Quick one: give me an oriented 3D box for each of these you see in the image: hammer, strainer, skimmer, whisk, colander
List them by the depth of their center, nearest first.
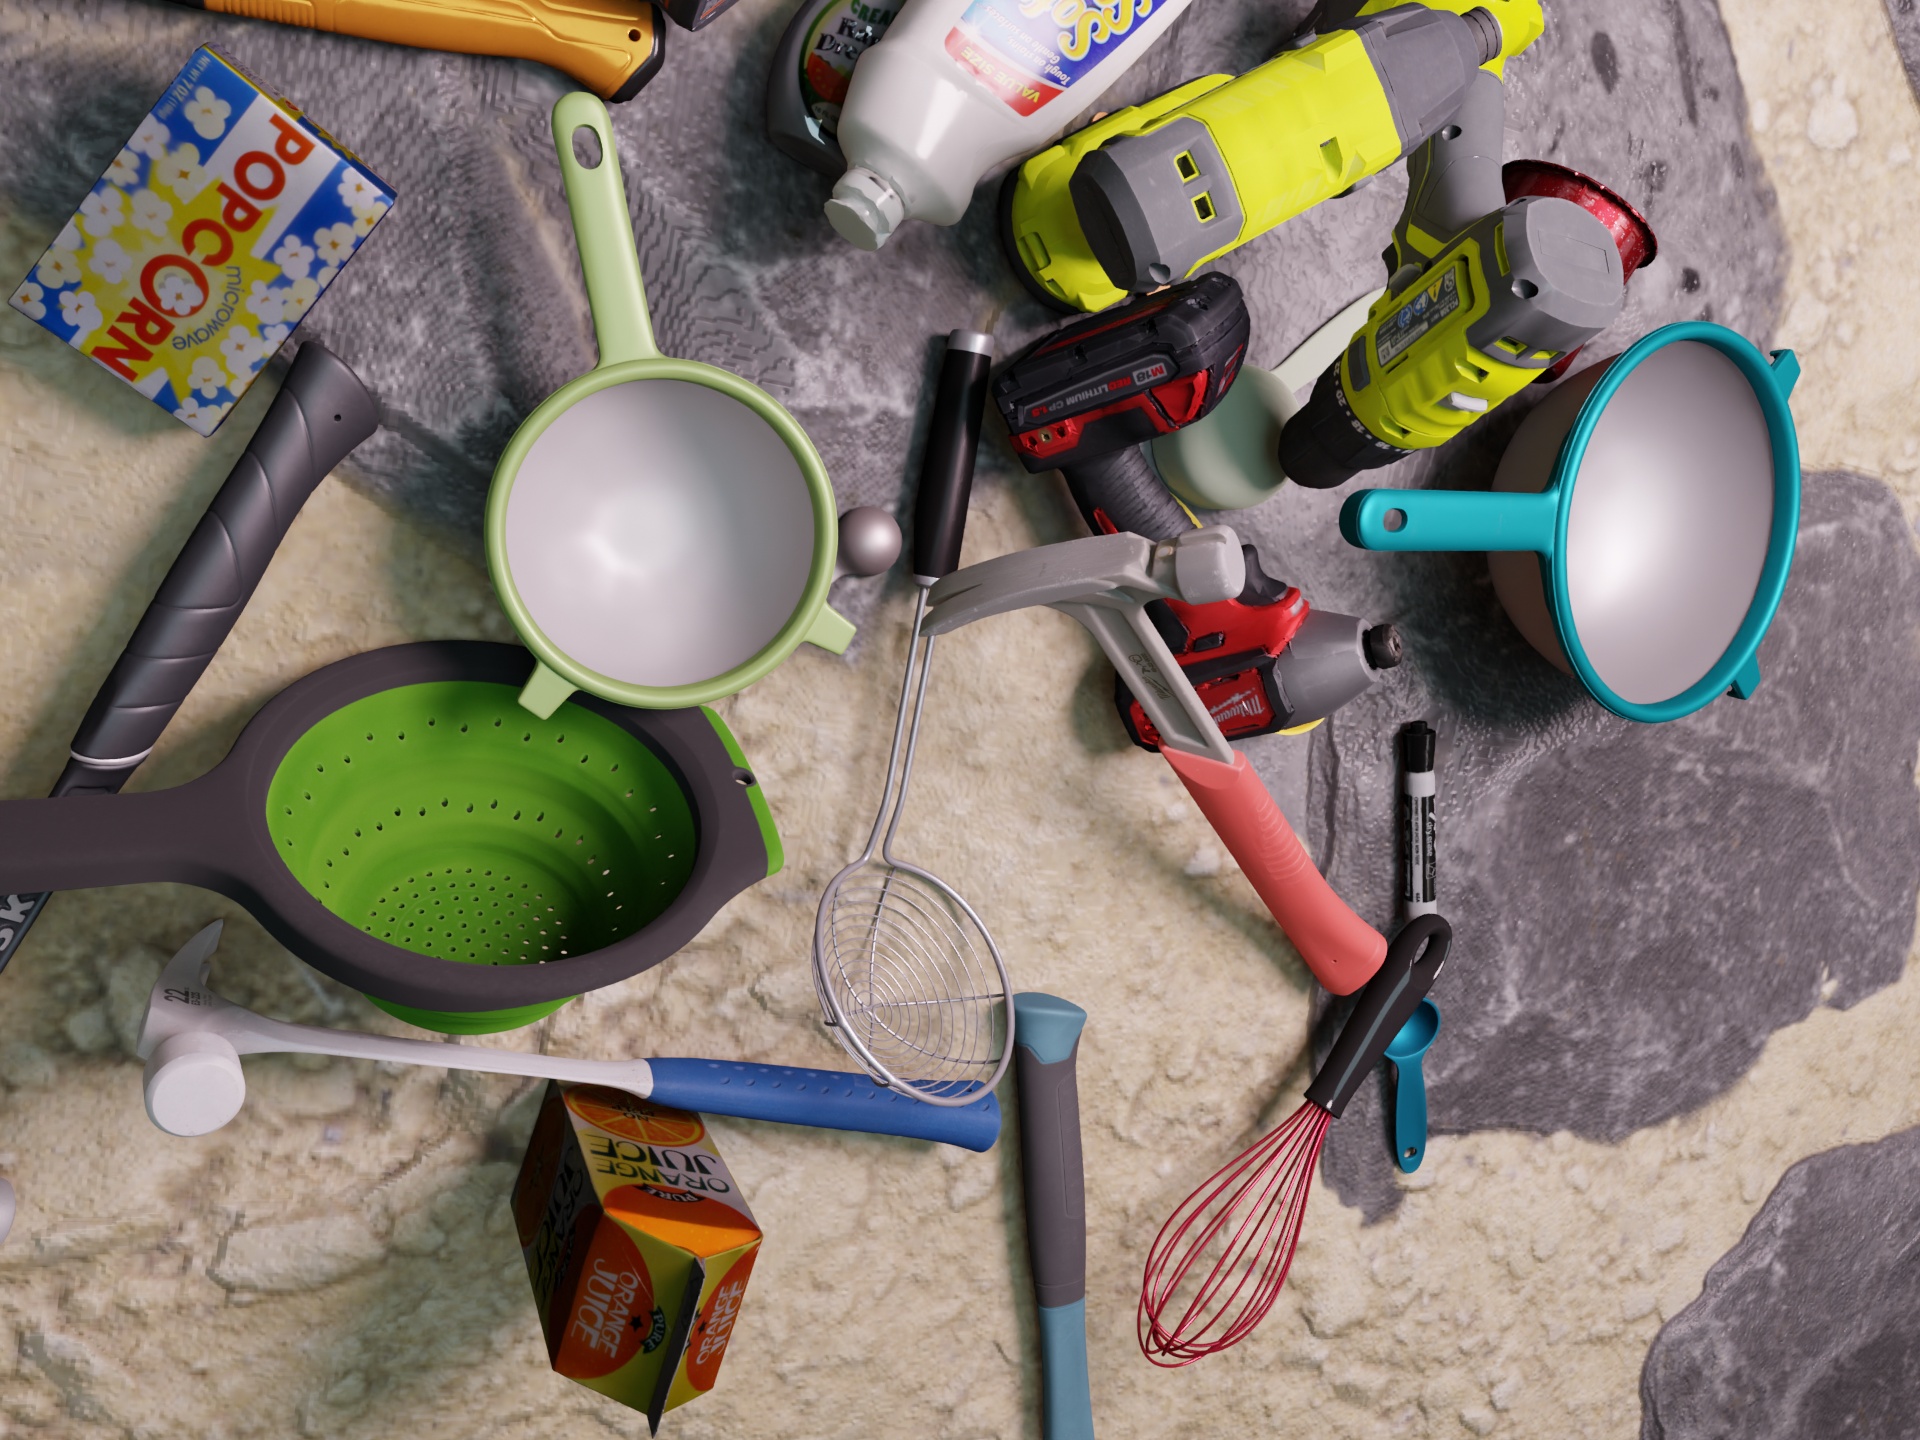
[{"bbox_3d":[-0.285,-0.302,0.625,0.336,0.034,0.127,1,101,-21],"label":"hammer"},{"bbox_3d":[-0.274,0.068,0.633,0.397,0.205,0.094,-3,133,-30],"label":"colander"},{"bbox_3d":[-0.359,0.026,0.641,0.409,0.036,0.149,-61,145,-6],"label":"hammer"},{"bbox_3d":[-0.143,-0.135,0.694,0.151,0.069,0.256,-14,104,-16],"label":"strainer"},{"bbox_3d":[-0.159,0.161,0.736,0.405,0.144,0.035,15,97,-32],"label":"hammer"},{"bbox_3d":[-0.001,-0.002,0.764,0.127,0.090,0.363,3,99,-48],"label":"skimmer"},{"bbox_3d":[0.126,0.038,0.797,0.358,0.149,0.037,51,41,-41],"label":"hammer"},{"bbox_3d":[0.303,-0.106,0.839,0.340,0.095,0.211,-3,101,-31],"label":"strainer"},{"bbox_3d":[0.056,0.306,0.880,0.128,0.033,0.331,-9,104,-20],"label":"hammer"},{"bbox_3d":[0.190,0.231,0.886,0.073,0.073,0.296,39,80,-23],"label":"whisk"}]

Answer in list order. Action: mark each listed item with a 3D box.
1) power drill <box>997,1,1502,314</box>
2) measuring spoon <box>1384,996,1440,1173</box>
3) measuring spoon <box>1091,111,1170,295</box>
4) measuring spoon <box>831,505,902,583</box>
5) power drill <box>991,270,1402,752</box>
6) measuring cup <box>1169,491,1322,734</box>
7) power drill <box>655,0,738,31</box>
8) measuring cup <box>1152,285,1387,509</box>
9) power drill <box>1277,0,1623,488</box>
[{"bbox_3d":[0.110,-0.237,0.676,0.171,0.223,0.080,-29,106,-5],"label":"power drill"},{"bbox_3d":[0.264,0.215,0.953,0.042,0.021,0.128,-13,114,-11],"label":"measuring spoon"},{"bbox_3d":[0.087,-0.245,0.793,0.021,0.011,0.117,-23,105,-7],"label":"measuring spoon"},{"bbox_3d":[-0.079,-0.060,0.761,0.124,0.018,0.034,-36,111,-10],"label":"measuring spoon"},{"bbox_3d":[0.116,-0.091,0.766,0.078,0.143,0.219,-50,121,-51],"label":"power drill"},{"bbox_3d":[0.142,-0.060,0.848,0.062,0.029,0.156,-39,100,-9],"label":"measuring cup"},{"bbox_3d":[-0.122,-0.423,0.635,0.185,0.084,0.226,-43,103,-10],"label":"power drill"},{"bbox_3d":[0.175,-0.174,0.823,0.167,0.038,0.083,-39,111,-7],"label":"measuring cup"},{"bbox_3d":[0.207,-0.234,0.743,0.080,0.190,0.229,8,69,-22],"label":"power drill"}]
